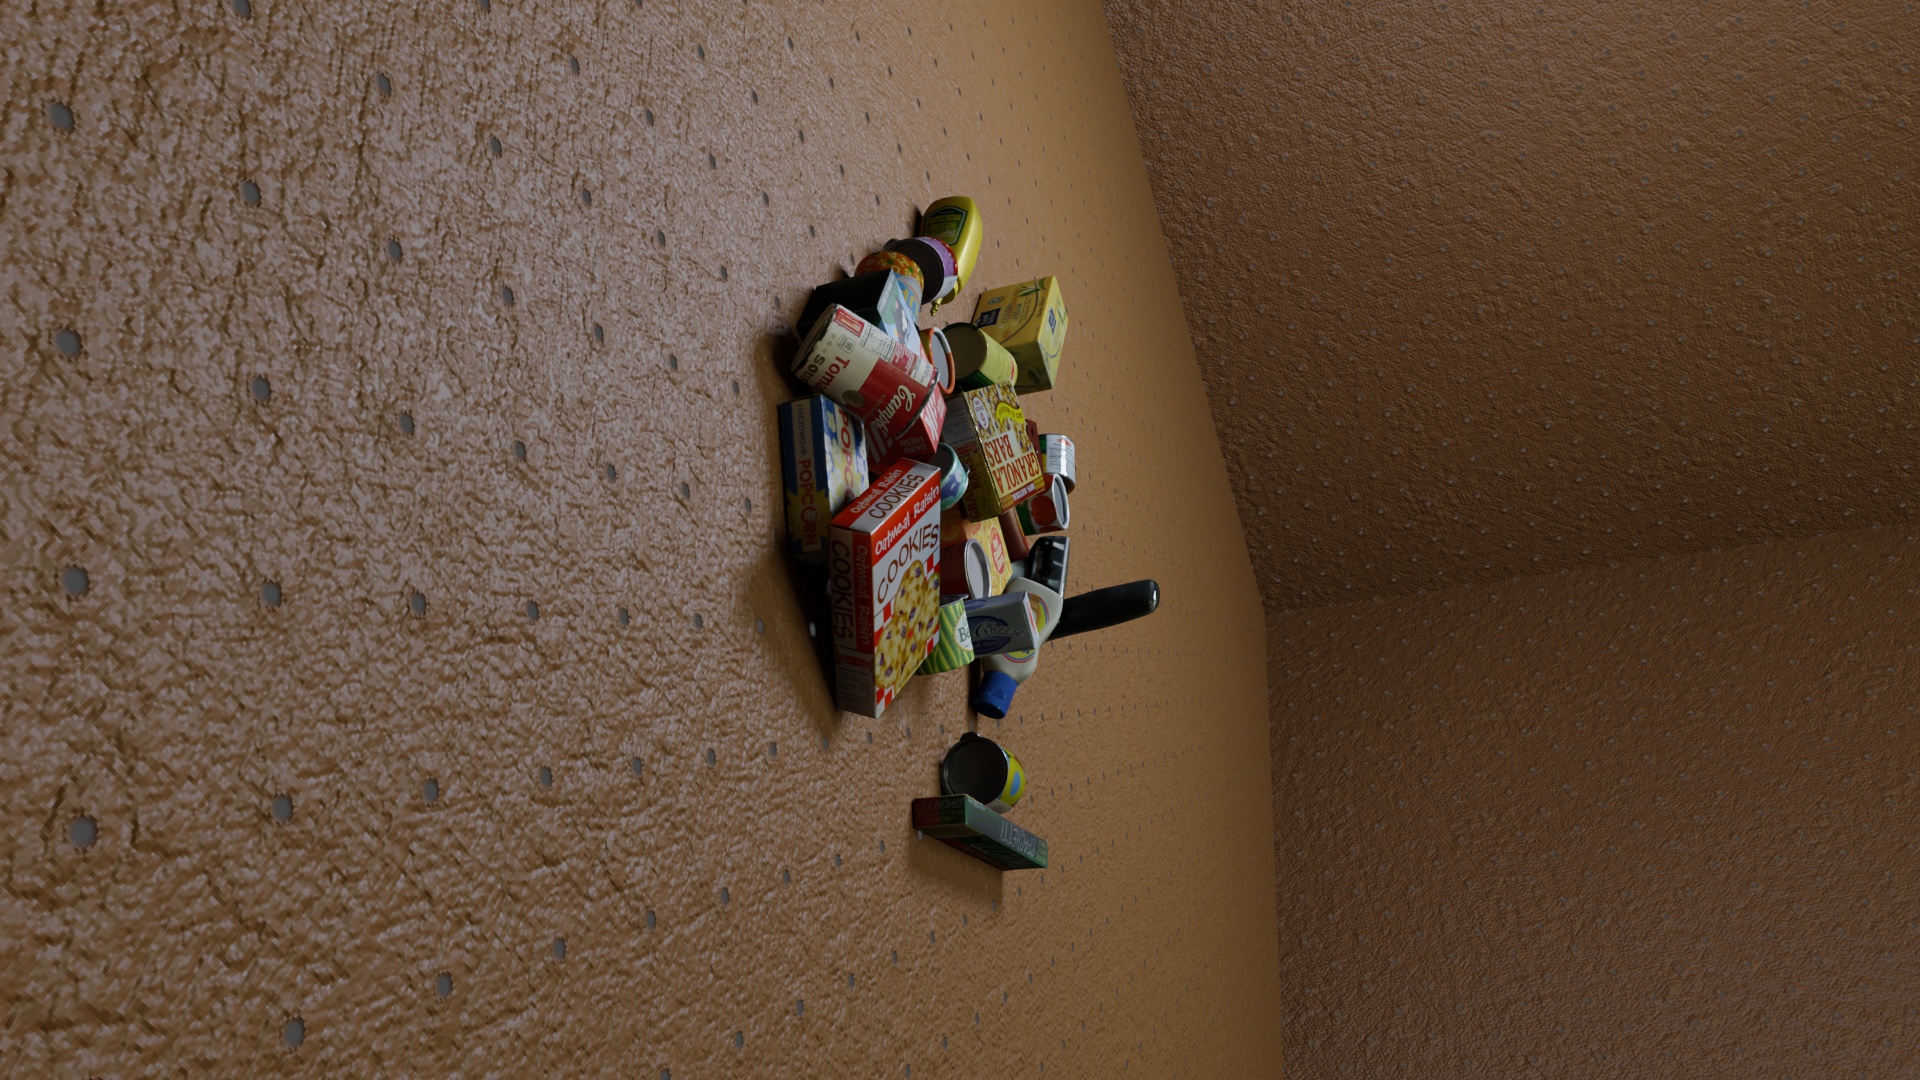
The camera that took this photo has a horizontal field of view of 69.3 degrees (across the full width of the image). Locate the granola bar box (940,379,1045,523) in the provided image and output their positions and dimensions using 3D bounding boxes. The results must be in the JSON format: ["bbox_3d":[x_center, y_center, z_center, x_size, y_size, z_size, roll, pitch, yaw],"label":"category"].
[{"bbox_3d":[0.032,-0.094,1.406,0.124,0.039,0.166,72,20,-5],"label":"granola bar box"}]

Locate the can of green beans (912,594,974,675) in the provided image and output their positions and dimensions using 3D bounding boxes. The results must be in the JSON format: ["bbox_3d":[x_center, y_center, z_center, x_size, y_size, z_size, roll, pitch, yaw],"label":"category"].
[{"bbox_3d":[-0.025,0.084,1.234,0.071,0.071,0.057,-31,110,-71],"label":"can of green beans"}]

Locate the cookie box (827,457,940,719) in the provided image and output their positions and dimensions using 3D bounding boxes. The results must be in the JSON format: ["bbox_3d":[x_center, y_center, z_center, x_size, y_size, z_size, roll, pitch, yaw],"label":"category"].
[{"bbox_3d":[-0.058,0.036,1.097,0.123,0.040,0.166,-48,145,-54],"label":"cookie box"}]

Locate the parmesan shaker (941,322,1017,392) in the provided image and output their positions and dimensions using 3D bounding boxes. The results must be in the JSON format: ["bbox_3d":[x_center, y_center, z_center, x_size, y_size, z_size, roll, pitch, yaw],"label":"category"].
[{"bbox_3d":[0.014,-0.195,1.503,0.103,0.071,0.071,21,60,-69],"label":"parmesan shaker"}]

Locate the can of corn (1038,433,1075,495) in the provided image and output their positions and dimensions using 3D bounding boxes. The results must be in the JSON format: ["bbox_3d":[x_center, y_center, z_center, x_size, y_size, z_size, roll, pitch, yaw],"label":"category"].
[{"bbox_3d":[0.109,-0.091,1.743,0.071,0.071,0.058,54,32,-54],"label":"can of corn"}]

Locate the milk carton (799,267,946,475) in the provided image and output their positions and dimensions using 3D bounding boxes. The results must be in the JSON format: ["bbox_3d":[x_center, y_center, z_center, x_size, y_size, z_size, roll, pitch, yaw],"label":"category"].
[{"bbox_3d":[-0.066,-0.132,1.211,0.073,0.073,0.189,-77,152,-51],"label":"milk carton"}]

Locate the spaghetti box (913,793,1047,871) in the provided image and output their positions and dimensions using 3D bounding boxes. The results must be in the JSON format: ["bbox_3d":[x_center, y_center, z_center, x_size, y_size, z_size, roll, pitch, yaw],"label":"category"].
[{"bbox_3d":[0.025,0.278,1.308,0.249,0.050,0.029,46,40,-60],"label":"spaghetti box"}]

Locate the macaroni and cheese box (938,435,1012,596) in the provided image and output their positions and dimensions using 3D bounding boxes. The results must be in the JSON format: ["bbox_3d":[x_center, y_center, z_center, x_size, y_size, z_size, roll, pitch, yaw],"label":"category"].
[{"bbox_3d":[0.005,-0.018,1.421,0.124,0.040,0.166,-56,134,-66],"label":"macaroni and cheese box"}]

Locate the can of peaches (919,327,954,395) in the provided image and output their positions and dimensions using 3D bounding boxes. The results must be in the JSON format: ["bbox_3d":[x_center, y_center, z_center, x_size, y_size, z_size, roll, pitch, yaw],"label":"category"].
[{"bbox_3d":[-0.043,-0.164,1.324,0.071,0.058,0.071,-11,91,-73],"label":"can of peaches"}]

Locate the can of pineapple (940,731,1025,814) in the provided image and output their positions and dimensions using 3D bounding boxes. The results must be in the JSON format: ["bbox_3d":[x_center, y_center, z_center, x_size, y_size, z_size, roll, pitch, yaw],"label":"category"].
[{"bbox_3d":[0.022,0.220,1.304,0.057,0.071,0.071,44,39,-63],"label":"can of pineapple"}]

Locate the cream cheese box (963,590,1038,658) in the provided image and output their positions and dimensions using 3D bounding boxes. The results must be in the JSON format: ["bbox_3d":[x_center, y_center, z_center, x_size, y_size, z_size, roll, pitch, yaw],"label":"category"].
[{"bbox_3d":[0.017,0.082,1.302,0.024,0.104,0.053,-71,147,-62],"label":"cream cheese box"}]

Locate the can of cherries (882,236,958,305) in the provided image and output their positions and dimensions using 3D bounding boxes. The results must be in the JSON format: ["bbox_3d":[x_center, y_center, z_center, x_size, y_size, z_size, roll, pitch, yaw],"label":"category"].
[{"bbox_3d":[-0.042,-0.269,1.373,0.058,0.071,0.071,-45,123,-69],"label":"can of cherries"}]

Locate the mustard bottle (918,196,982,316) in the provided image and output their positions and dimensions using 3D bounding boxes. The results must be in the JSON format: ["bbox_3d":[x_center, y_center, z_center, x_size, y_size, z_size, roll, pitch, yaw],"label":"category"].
[{"bbox_3d":[-0.016,-0.298,1.474,0.048,0.065,0.161,66,26,-49],"label":"mustard bottle"}]

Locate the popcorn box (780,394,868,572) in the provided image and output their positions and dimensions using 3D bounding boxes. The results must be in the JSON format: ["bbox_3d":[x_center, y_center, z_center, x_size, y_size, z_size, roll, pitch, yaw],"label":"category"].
[{"bbox_3d":[-0.105,-0.044,1.103,0.085,0.038,0.127,31,51,-69],"label":"popcorn box"}]

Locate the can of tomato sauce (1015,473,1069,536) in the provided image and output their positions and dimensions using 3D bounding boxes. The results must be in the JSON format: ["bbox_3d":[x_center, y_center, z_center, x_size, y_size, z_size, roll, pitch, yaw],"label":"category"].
[{"bbox_3d":[0.074,-0.039,1.573,0.071,0.083,0.071,-11,91,-73],"label":"can of tomato sauce"}]

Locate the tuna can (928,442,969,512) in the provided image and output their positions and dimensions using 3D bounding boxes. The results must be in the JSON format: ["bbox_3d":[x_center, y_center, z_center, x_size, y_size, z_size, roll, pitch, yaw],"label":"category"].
[{"bbox_3d":[-0.027,-0.060,1.297,0.032,0.071,0.071,62,25,-44],"label":"tuna can"}]

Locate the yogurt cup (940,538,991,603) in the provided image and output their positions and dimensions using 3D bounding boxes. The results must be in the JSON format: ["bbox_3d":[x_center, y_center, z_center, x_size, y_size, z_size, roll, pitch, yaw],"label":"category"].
[{"bbox_3d":[-0.006,0.035,1.336,0.072,0.054,0.072,-11,91,-72],"label":"yogurt cup"}]

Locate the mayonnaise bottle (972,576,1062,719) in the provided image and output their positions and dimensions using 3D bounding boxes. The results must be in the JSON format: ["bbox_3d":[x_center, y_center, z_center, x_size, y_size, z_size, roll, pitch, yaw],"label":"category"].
[{"bbox_3d":[0.055,0.113,1.437,0.041,0.065,0.149,119,-5,-61],"label":"mayonnaise bottle"}]

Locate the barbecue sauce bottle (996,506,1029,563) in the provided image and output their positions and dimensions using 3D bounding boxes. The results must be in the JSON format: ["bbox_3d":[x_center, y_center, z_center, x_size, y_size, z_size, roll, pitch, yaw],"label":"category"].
[{"bbox_3d":[0.032,-0.050,1.504,0.065,0.044,0.148,-138,-152,-70],"label":"barbecue sauce bottle"}]

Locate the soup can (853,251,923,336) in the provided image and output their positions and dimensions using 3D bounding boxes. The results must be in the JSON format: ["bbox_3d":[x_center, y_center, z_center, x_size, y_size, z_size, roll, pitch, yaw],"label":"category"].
[{"bbox_3d":[-0.067,-0.211,1.256,0.071,0.071,0.084,63,24,-43],"label":"soup can"}]
